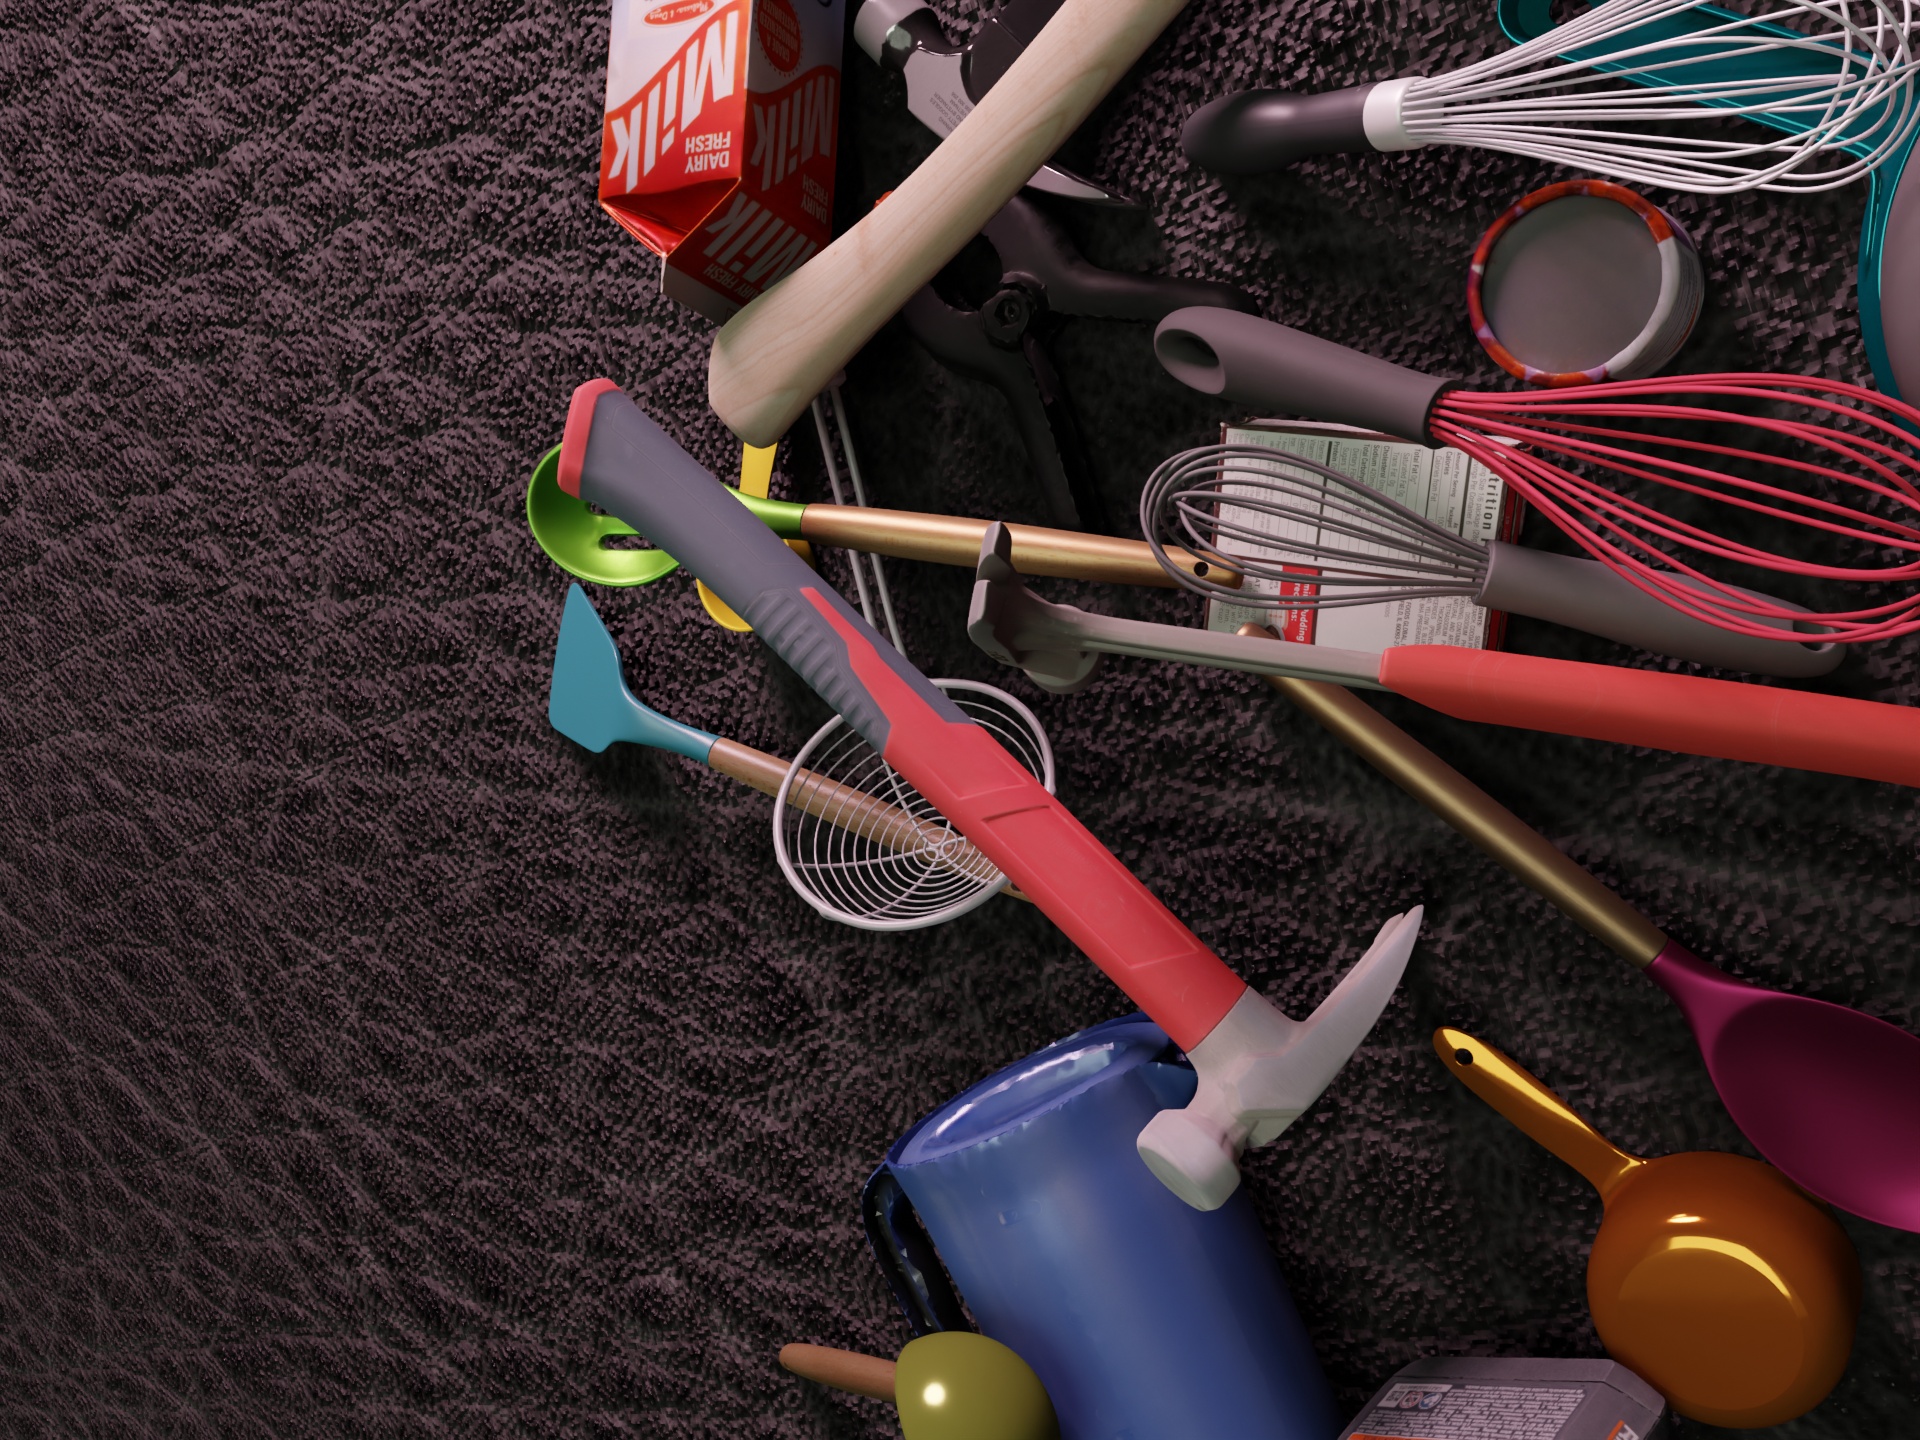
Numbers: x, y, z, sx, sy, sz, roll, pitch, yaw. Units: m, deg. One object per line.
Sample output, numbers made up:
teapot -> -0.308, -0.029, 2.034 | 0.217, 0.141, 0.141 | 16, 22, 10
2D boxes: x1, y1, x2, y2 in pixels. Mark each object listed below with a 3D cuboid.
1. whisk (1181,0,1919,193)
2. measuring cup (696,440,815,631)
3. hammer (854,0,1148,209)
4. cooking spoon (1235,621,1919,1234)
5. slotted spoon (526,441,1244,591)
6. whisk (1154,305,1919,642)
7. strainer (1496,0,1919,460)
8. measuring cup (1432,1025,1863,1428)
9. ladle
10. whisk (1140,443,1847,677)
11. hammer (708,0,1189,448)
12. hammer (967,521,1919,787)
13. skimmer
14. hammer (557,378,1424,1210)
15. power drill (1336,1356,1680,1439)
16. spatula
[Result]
whisk -> 0.165, -0.195, 0.503 | 0.285, 0.070, 0.070 | 24, 114, 55
measuring cup -> -0.087, -0.119, 0.752 | 0.062, 0.029, 0.156 | 10, 93, 30
hammer -> 0.097, -0.345, 0.579 | 0.146, 0.035, 0.334 | 50, 120, 16
cooking spoon -> 0.225, 0.066, 0.565 | 0.319, 0.017, 0.068 | 39, 117, 11
slotted spoon -> -0.039, -0.076, 0.651 | 0.314, 0.031, 0.070 | 9, 93, 21
whisk -> 0.170, -0.092, 0.505 | 0.296, 0.073, 0.073 | 30, 115, 43
strainer -> 0.290, -0.150, 0.435 | 0.341, 0.095, 0.210 | 33, 129, 26
measuring cup -> 0.238, 0.179, 0.578 | 0.174, 0.052, 0.095 | 40, 118, 18
ladle -> -0.040, 0.297, 0.695 | 0.078, 0.062, 0.320 | 56, 152, 2
whisk -> 0.177, -0.047, 0.535 | 0.239, 0.055, 0.055 | 13, 108, 3
hammer -> 0.051, -0.237, 0.576 | 0.410, 0.038, 0.146 | -41, 80, 28
hammer -> 0.183, -0.010, 0.501 | 0.359, 0.149, 0.037 | 9, 85, 11
skimmer -> -0.052, -0.093, 0.688 | 0.127, 0.090, 0.363 | -14, 90, 10
hammer -> -0.001, -0.002, 0.614 | 0.386, 0.143, 0.038 | 44, 160, 6
power drill -> 0.247, 0.343, 0.559 | 0.226, 0.084, 0.164 | 60, 144, 2
spatula -> -0.091, 0.021, 0.778 | 0.318, 0.044, 0.082 | 22, 110, 22
